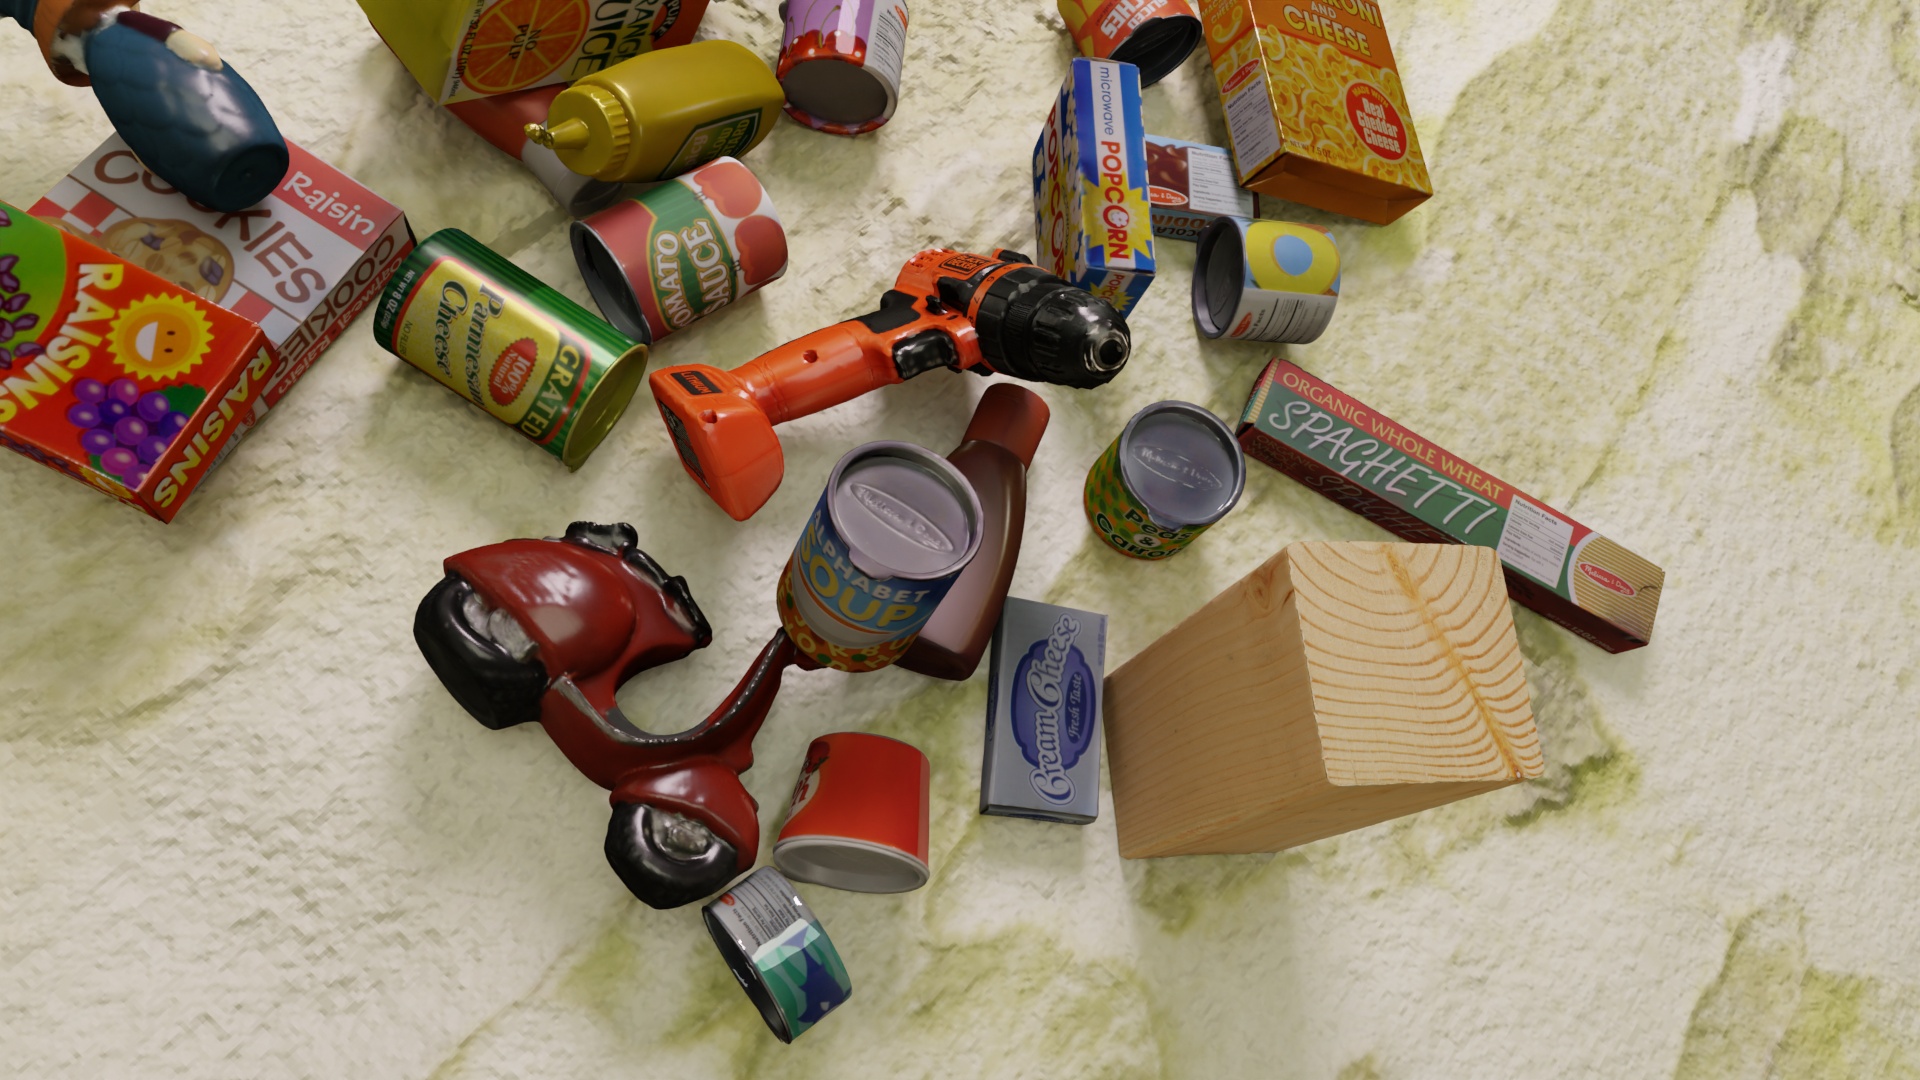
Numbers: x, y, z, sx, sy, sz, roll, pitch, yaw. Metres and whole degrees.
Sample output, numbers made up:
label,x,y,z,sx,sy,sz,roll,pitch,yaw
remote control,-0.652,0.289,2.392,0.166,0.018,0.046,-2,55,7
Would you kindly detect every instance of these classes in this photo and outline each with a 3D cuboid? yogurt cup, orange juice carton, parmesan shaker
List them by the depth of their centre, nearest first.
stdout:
label,x,y,z,sx,sy,sz,roll,pitch,yaw
yogurt cup,-0.044,0.118,0.606,0.072,0.072,0.054,14,60,-10
parmesan shaker,-0.207,-0.087,0.638,0.103,0.071,0.071,32,66,-1
orange juice carton,-0.185,-0.278,0.678,0.193,0.071,0.073,-31,80,-43

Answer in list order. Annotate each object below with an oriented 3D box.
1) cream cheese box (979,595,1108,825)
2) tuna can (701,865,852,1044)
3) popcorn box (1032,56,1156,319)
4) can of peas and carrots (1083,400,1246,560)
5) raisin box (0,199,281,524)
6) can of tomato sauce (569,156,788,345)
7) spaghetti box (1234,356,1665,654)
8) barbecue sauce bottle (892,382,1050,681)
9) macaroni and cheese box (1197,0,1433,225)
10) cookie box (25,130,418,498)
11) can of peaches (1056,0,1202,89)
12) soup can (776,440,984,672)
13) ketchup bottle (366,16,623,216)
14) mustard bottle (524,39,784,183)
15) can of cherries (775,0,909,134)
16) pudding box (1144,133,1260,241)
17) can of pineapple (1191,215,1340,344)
label,x,y,z,sx,sy,sz,roll,pitch,yaw
cream cheese box,0.040,0.081,0.662,0.053,0.024,0.104,10,68,-11
tuna can,-0.075,0.173,0.576,0.033,0.070,0.071,-31,81,-23
popcorn box,0.068,-0.175,0.731,0.038,0.085,0.127,3,70,-13
can of peas and carrots,0.101,-0.027,0.699,0.071,0.058,0.071,5,70,-13
raisin box,-0.358,-0.073,0.563,0.123,0.040,0.086,26,67,-3
can of tomato sauce,-0.134,-0.139,0.674,0.083,0.071,0.071,-32,81,-23
spaghetti box,0.265,-0.019,0.755,0.250,0.028,0.050,28,66,-3
barbecue sauce bottle,0.002,-0.008,0.672,0.065,0.043,0.149,15,63,18
macaroni and cheese box,0.203,-0.275,0.810,0.124,0.040,0.167,4,69,-33
cookie box,-0.351,-0.114,0.624,0.123,0.040,0.168,32,67,-1
can of peaches,0.096,-0.300,0.793,0.071,0.071,0.058,-20,76,-20
soup can,-0.037,0.010,0.579,0.071,0.083,0.072,12,54,-17
ketchup bottle,-0.228,-0.228,0.696,0.065,0.043,0.149,-38,84,-30
mustard bottle,-0.149,-0.200,0.663,0.049,0.065,0.161,50,37,1
can of cherries,-0.065,-0.259,0.739,0.071,0.071,0.058,9,69,-11
pudding box,0.125,-0.198,0.785,0.084,0.030,0.050,6,70,-12
can of pineapple,0.165,-0.142,0.755,0.058,0.070,0.071,2,70,-14
